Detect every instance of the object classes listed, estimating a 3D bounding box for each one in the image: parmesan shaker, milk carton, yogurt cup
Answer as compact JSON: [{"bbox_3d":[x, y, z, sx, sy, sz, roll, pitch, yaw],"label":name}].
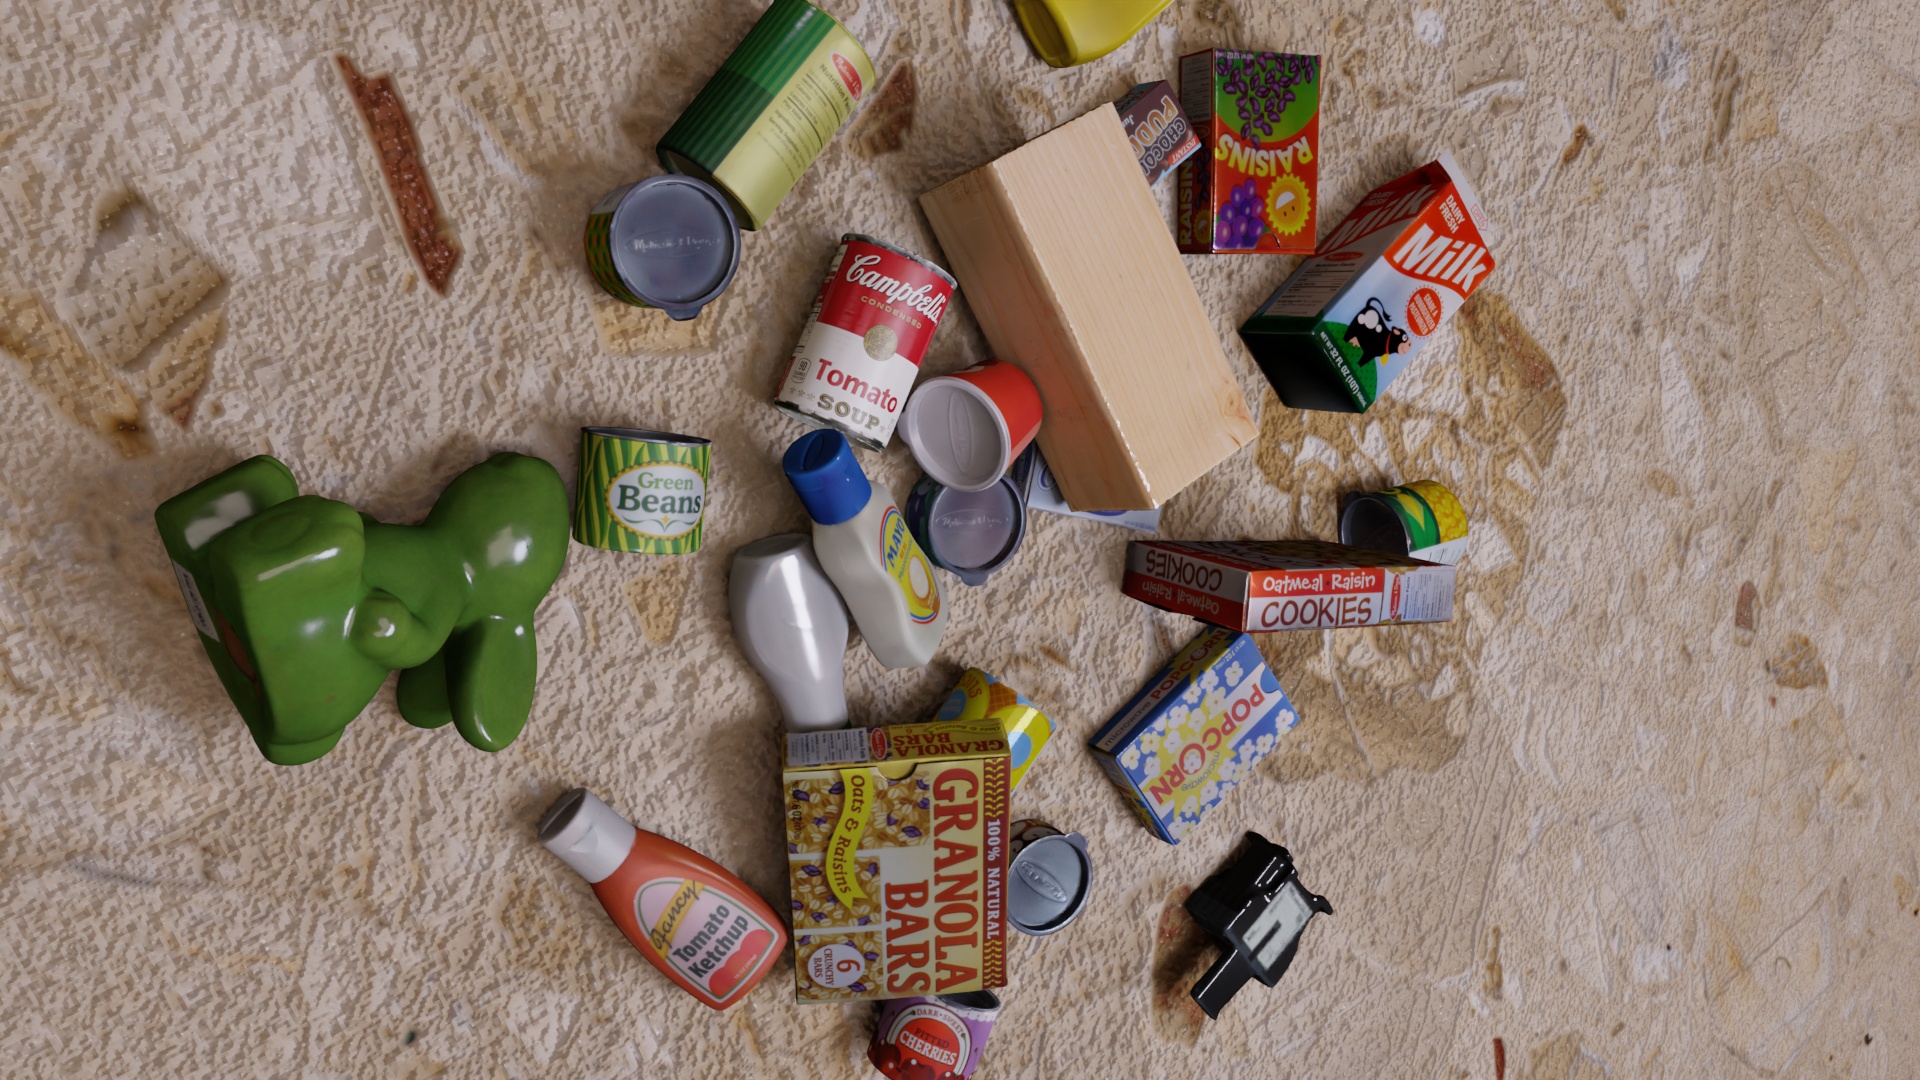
[{"bbox_3d":[-0.101,-0.221,0.713,0.071,0.071,0.103,41,79,-27],"label":"parmesan shaker"},{"bbox_3d":[0.283,-0.174,0.921,0.191,0.073,0.072,-46,116,-14],"label":"milk carton"},{"bbox_3d":[0.010,-0.068,0.782,0.054,0.072,0.072,-39,117,-48],"label":"yogurt cup"}]

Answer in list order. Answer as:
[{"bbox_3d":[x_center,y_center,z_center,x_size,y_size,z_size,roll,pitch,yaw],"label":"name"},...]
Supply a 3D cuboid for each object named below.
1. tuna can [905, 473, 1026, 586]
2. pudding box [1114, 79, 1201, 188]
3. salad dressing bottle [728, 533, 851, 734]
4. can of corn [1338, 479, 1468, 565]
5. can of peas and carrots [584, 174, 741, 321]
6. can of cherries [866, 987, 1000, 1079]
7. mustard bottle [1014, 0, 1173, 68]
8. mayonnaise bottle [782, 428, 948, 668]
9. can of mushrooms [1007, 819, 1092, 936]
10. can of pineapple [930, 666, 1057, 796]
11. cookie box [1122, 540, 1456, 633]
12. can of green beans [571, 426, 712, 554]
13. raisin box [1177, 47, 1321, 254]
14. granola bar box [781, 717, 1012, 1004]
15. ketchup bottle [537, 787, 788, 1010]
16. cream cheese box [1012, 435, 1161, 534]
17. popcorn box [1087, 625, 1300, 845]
[{"bbox_3d":[0.003,-0.010,0.822,0.071,0.033,0.071,-5,100,-27],"label":"tuna can"},{"bbox_3d":[0.099,-0.234,0.839,0.084,0.030,0.049,-41,115,-16],"label":"pudding box"},{"bbox_3d":[-0.089,0.071,0.782,0.064,0.044,0.147,-20,108,-27],"label":"salad dressing bottle"},{"bbox_3d":[0.307,-0.008,0.967,0.058,0.071,0.071,-13,104,-26],"label":"can of corn"},{"bbox_3d":[-0.151,-0.148,0.704,0.071,0.059,0.070,-5,101,-27],"label":"can of peas and carrots"},{"bbox_3d":[-0.017,0.295,0.840,0.071,0.071,0.058,23,88,-29],"label":"can of cherries"},{"bbox_3d":[0.106,-0.339,0.815,0.161,0.049,0.065,-39,114,-18],"label":"mustard bottle"},{"bbox_3d":[-0.051,0.004,0.759,0.147,0.041,0.065,63,30,-41],"label":"mayonnaise bottle"},{"bbox_3d":[0.050,0.212,0.883,0.071,0.033,0.071,-5,100,-27],"label":"can of mushrooms"},{"bbox_3d":[0.015,0.116,0.830,0.071,0.071,0.058,41,79,-27],"label":"can of pineapple"},{"bbox_3d":[0.208,0.027,0.885,0.168,0.123,0.040,0,98,-28],"label":"cookie box"},{"bbox_3d":[-0.163,-0.026,0.712,0.071,0.071,0.057,3,97,-28],"label":"can of green beans"},{"bbox_3d":[0.183,-0.243,0.877,0.086,0.040,0.123,-6,102,-28],"label":"raisin box"},{"bbox_3d":[-0.035,0.184,0.786,0.124,0.039,0.164,-3,115,-6],"label":"granola bar box"},{"bbox_3d":[-0.165,0.193,0.760,0.065,0.043,0.148,-48,115,-10],"label":"ketchup bottle"},{"bbox_3d":[0.082,-0.039,0.864,0.104,0.024,0.053,10,92,-29],"label":"cream cheese box"},{"bbox_3d":[0.156,0.128,0.923,0.127,0.038,0.085,-41,113,-16],"label":"popcorn box"}]
